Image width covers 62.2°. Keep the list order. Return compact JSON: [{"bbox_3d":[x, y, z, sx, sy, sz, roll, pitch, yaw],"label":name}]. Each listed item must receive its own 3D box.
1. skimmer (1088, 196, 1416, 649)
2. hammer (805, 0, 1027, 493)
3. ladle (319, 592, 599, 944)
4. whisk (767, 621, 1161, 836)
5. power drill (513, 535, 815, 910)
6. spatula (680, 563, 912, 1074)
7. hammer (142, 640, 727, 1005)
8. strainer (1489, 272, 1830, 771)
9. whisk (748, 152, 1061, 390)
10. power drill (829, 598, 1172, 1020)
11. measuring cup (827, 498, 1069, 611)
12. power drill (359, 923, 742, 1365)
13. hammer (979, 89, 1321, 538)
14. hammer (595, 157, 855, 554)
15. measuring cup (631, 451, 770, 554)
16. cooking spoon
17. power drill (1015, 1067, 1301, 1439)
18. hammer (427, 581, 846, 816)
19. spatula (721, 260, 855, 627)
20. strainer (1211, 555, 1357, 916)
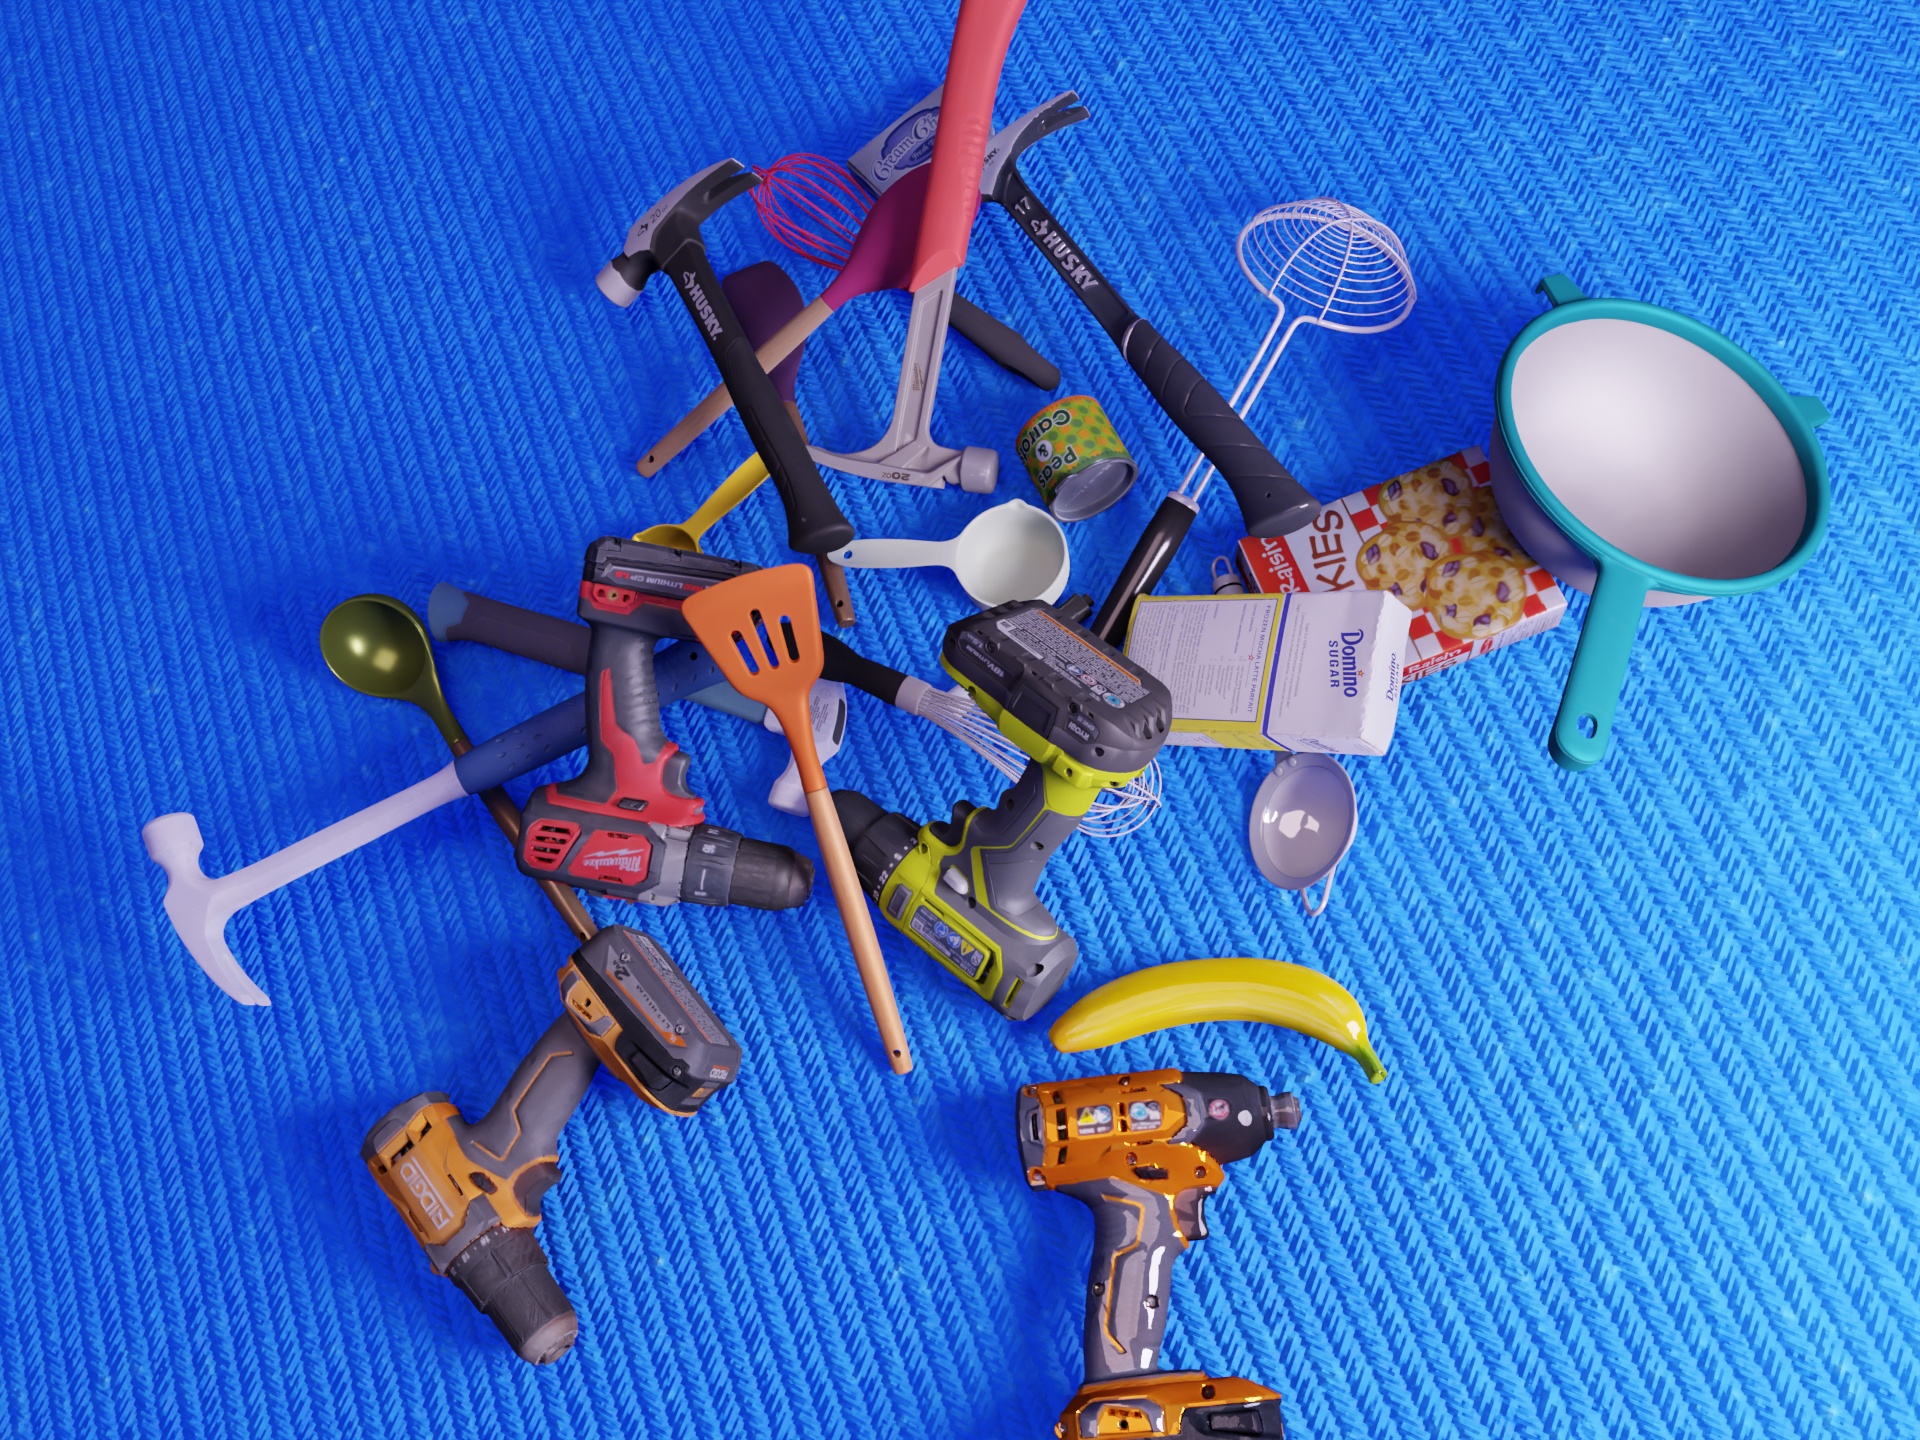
[{"bbox_3d":[0.182,-0.194,1.077,0.127,0.090,0.363,30,90,9],"label":"skimmer"},{"bbox_3d":[-0.019,-0.342,1.088,0.149,0.037,0.359,11,97,9],"label":"hammer"},{"bbox_3d":[-0.341,0.037,1.097,0.078,0.062,0.320,-47,70,21],"label":"ladle"},{"bbox_3d":[-0.002,-0.004,1.019,0.285,0.070,0.070,24,78,15],"label":"whisk"},{"bbox_3d":[-0.171,0.009,1.006,0.188,0.080,0.226,11,93,-3],"label":"power drill"},{"bbox_3d":[-0.082,0.067,0.964,0.081,0.041,0.322,-17,96,1],"label":"spatula"},{"bbox_3d":[-0.339,0.048,1.060,0.405,0.035,0.144,-26,78,0],"label":"hammer"},{"bbox_3d":[0.378,-0.096,0.935,0.211,0.095,0.340,26,62,1],"label":"strainer"},{"bbox_3d":[-0.042,-0.326,1.157,0.296,0.073,0.073,39,83,16],"label":"whisk"},{"bbox_3d":[0.012,0.045,0.955,0.191,0.080,0.228,37,123,21],"label":"power drill"},{"bbox_3d":[-0.007,-0.106,1.084,0.167,0.038,0.083,2,72,15],"label":"measuring cup"},{"bbox_3d":[-0.242,0.262,0.986,0.226,0.084,0.185,-43,69,0],"label":"power drill"},{"bbox_3d":[0.112,-0.270,1.068,0.149,0.036,0.409,-41,59,13],"label":"hammer"},{"bbox_3d":[-0.149,-0.248,1.109,0.146,0.035,0.335,-39,61,21],"label":"hammer"},{"bbox_3d":[-0.174,-0.143,1.138,0.156,0.029,0.062,-45,68,-7],"label":"measuring cup"},{"bbox_3d":[-0.115,-0.281,1.139,0.319,0.017,0.069,-39,82,12],"label":"cooking spoon"},{"bbox_3d":[0.122,0.309,0.891,0.164,0.084,0.227,-9,66,8],"label":"power drill"},{"bbox_3d":[-0.232,-0.038,1.110,0.331,0.033,0.128,16,76,17],"label":"hammer"},{"bbox_3d":[-0.118,-0.207,1.152,0.060,0.018,0.316,-18,68,6],"label":"spatula"},{"bbox_3d":[0.200,0.004,1.000,0.087,0.050,0.259,-39,54,41],"label":"strainer"}]
